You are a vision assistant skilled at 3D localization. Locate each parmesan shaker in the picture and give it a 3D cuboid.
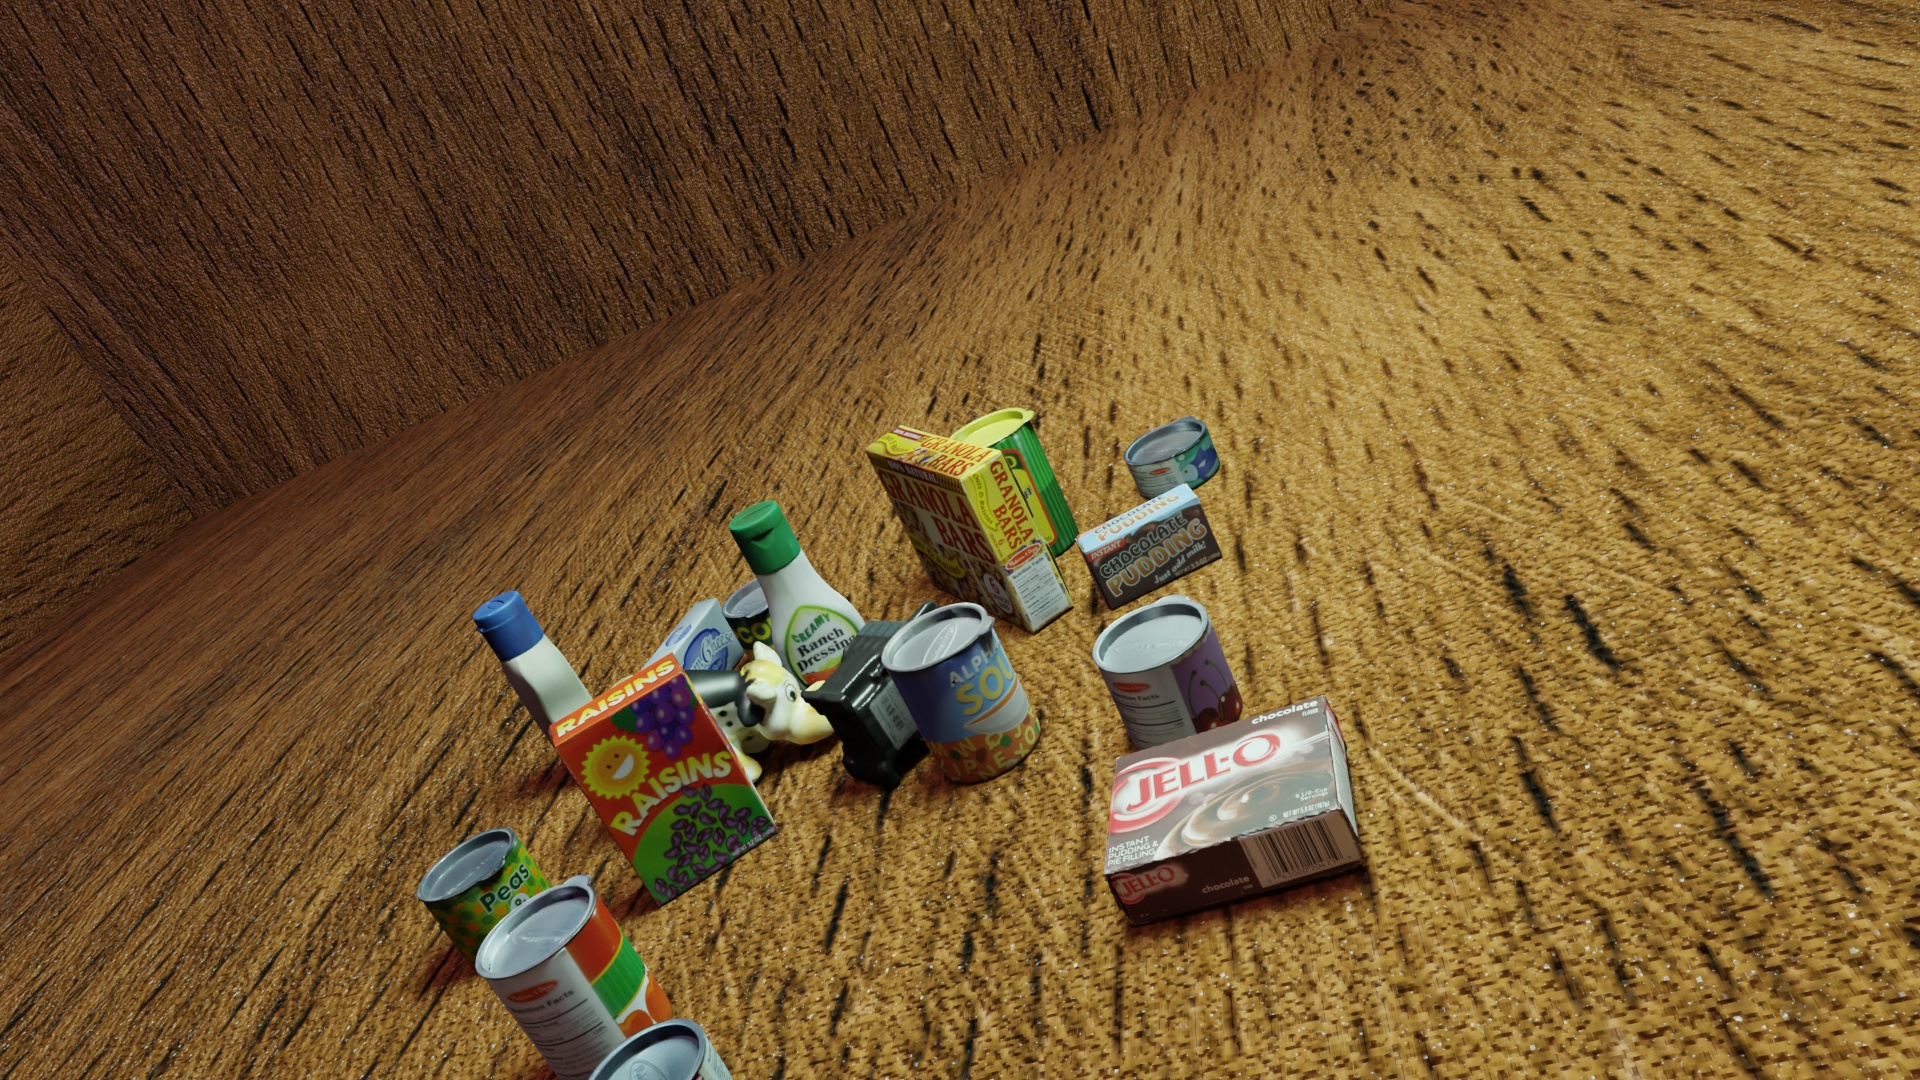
[{"bbox_3d":[0.041,-0.038,1.026,0.071,0.102,0.071,-22,22,10],"label":"parmesan shaker"}]

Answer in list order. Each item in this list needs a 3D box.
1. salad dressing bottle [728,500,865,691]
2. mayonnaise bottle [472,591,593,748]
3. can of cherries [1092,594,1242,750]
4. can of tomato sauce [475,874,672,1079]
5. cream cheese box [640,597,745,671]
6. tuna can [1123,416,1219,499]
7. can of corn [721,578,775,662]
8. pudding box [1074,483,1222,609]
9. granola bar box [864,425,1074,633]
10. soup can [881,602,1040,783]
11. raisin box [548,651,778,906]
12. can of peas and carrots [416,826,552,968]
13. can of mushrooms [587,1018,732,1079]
[{"bbox_3d":[-0.108,0.044,0.945,0.064,0.147,0.044,-28,21,-4],"label":"salad dressing bottle"},{"bbox_3d":[-0.301,0.107,1.015,0.041,0.147,0.064,-39,25,-30],"label":"mayonnaise bottle"},{"bbox_3d":[0.114,0.073,0.754,0.071,0.058,0.072,-22,22,10],"label":"can of cherries"},{"bbox_3d":[-0.195,0.227,0.712,0.071,0.083,0.071,-22,22,10],"label":"can of tomato sauce"},{"bbox_3d":[-0.205,0.094,1.065,0.024,0.053,0.104,-15,24,26],"label":"cream cheese box"},{"bbox_3d":[0.160,-0.062,1.044,0.071,0.032,0.071,-22,22,9],"label":"tuna can"},{"bbox_3d":[-0.139,0.064,1.055,0.071,0.058,0.071,-22,22,10],"label":"can of corn"},{"bbox_3d":[0.123,0.003,0.913,0.084,0.049,0.030,-26,21,0],"label":"pudding box"},{"bbox_3d":[0.003,-0.012,0.980,0.039,0.124,0.165,-33,22,-17],"label":"granola bar box"},{"bbox_3d":[0.004,0.088,0.806,0.071,0.083,0.071,-22,22,10],"label":"soup can"},{"bbox_3d":[-0.176,0.142,0.829,0.086,0.123,0.040,-31,22,-12],"label":"raisin box"},{"bbox_3d":[-0.290,0.222,0.862,0.071,0.058,0.071,-22,22,10],"label":"can of peas and carrots"},{"bbox_3d":[-0.143,0.260,0.645,0.071,0.033,0.071,-22,22,9],"label":"can of mushrooms"}]
